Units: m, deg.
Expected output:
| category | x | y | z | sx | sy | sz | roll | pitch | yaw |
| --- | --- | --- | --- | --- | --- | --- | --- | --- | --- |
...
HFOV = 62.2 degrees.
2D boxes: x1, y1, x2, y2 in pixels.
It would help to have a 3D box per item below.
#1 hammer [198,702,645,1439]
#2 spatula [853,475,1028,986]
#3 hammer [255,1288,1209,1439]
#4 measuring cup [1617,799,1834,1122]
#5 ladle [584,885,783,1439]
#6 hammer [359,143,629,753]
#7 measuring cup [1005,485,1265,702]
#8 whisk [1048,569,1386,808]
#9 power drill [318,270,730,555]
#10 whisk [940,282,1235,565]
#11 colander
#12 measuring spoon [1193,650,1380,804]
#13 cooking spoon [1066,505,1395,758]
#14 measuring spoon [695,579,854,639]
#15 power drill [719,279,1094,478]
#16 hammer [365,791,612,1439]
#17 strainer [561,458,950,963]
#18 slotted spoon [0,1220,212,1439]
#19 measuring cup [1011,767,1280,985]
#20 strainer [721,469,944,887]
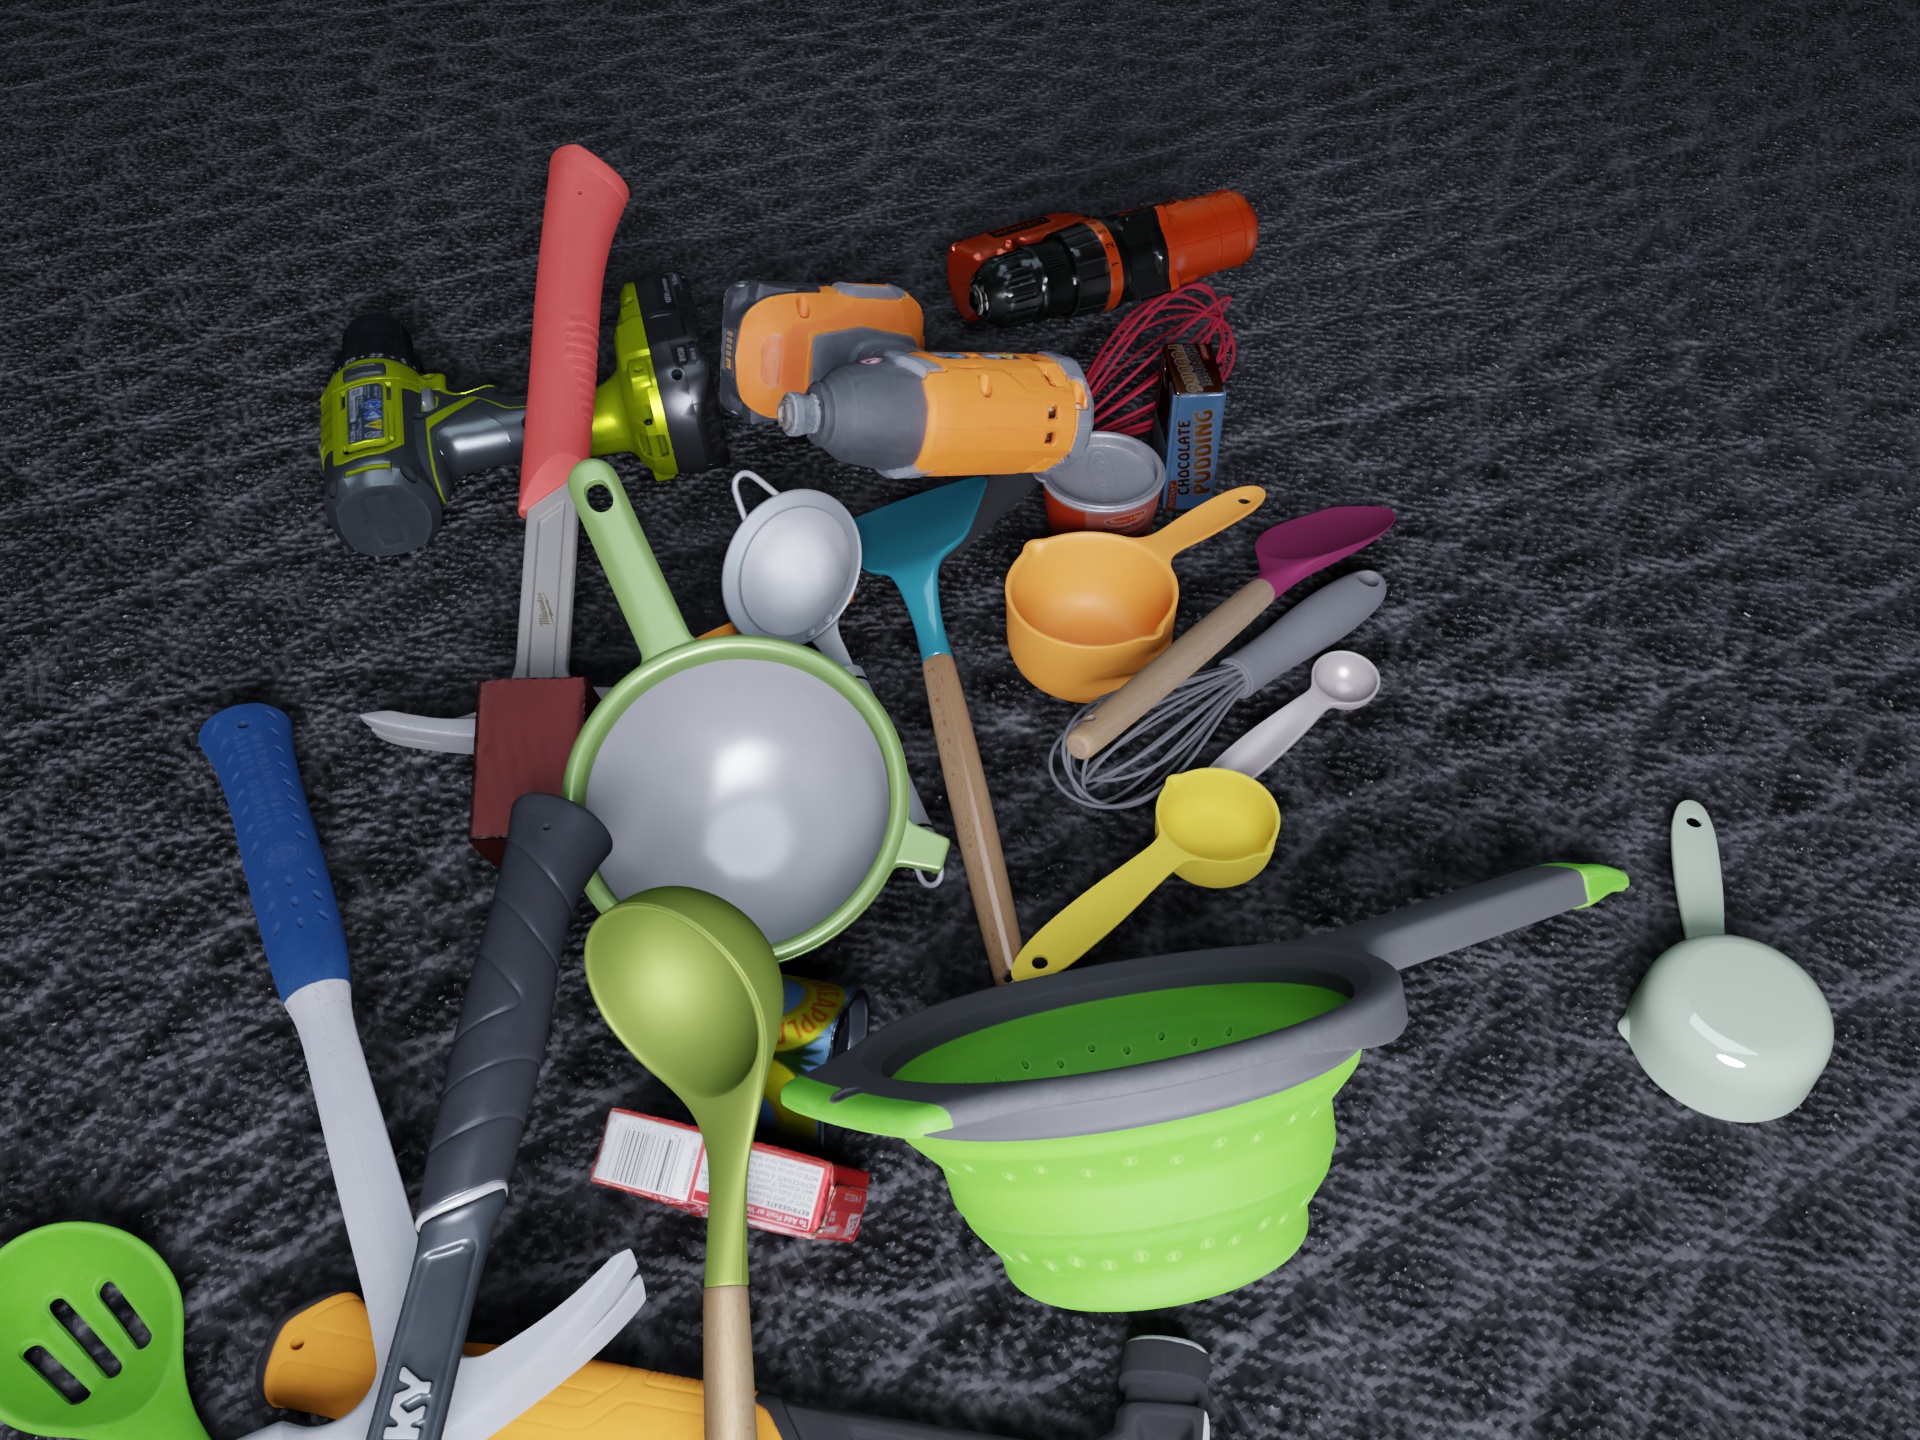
| category | x | y | z | sx | sy | sz | roll | pitch | yaw |
| --- | --- | --- | --- | --- | --- | --- | --- | --- | --- |
| hammer | -0.255 | 0.119 | 0.653 | 0.144 | 0.035 | 0.406 | -19 | 44 | -20 |
| spatula | -0.001 | -0.002 | 0.775 | 0.082 | 0.044 | 0.318 | -18 | 58 | 8 |
| hammer | -0.085 | 0.254 | 0.550 | 0.337 | 0.034 | 0.127 | 7 | 46 | 8 |
| measuring cup | 0.329 | 0.091 | 0.689 | 0.083 | 0.038 | 0.168 | 7 | 50 | 8 |
| ladle | -0.084 | 0.210 | 0.509 | 0.078 | 0.062 | 0.320 | -23 | 63 | 38 |
| hammer | -0.225 | -0.154 | 0.851 | 0.149 | 0.036 | 0.359 | -1 | 68 | -3 |
| measuring cup | 0.098 | -0.070 | 0.839 | 0.173 | 0.052 | 0.095 | -32 | 54 | -28 |
| whisk | 0.137 | -0.023 | 0.801 | 0.239 | 0.055 | 0.055 | -31 | 53 | -30 |
| power drill | -0.265 | -0.196 | 0.949 | 0.228 | 0.080 | 0.191 | -13 | 49 | -7 |
| whisk | 0.066 | -0.168 | 0.929 | 0.073 | 0.073 | 0.296 | 34 | 61 | 28 |
| colander | 0.131 | 0.136 | 0.616 | 0.397 | 0.204 | 0.094 | -11 | 90 | -31 |
| measuring spoon | 0.161 | 0.007 | 0.793 | 0.124 | 0.018 | 0.034 | -36 | 61 | -20 |
| cooking spoon | 0.139 | -0.055 | 0.796 | 0.069 | 0.017 | 0.319 | 6 | 28 | 36 |
| measuring spoon | -0.109 | -0.047 | 0.851 | 0.117 | 0.011 | 0.021 | -27 | 57 | -17 |
| power drill | -0.054 | -0.185 | 0.867 | 0.164 | 0.084 | 0.227 | -6 | 25 | -29 |
| hammer | -0.174 | 0.180 | 0.524 | 0.149 | 0.036 | 0.409 | 0 | 44 | 0 |
| strainer | -0.121 | -0.003 | 0.732 | 0.151 | 0.069 | 0.256 | -25 | 73 | -9 |
| slotted spoon | -0.235 | 0.280 | 0.534 | 0.314 | 0.031 | 0.070 | 32 | 55 | 25 |
| measuring cup | 0.082 | 0.077 | 0.718 | 0.156 | 0.029 | 0.062 | -35 | 55 | -25 |
| strainer | -0.059 | -0.024 | 0.797 | 0.087 | 0.050 | 0.259 | -36 | 58 | 17 |
